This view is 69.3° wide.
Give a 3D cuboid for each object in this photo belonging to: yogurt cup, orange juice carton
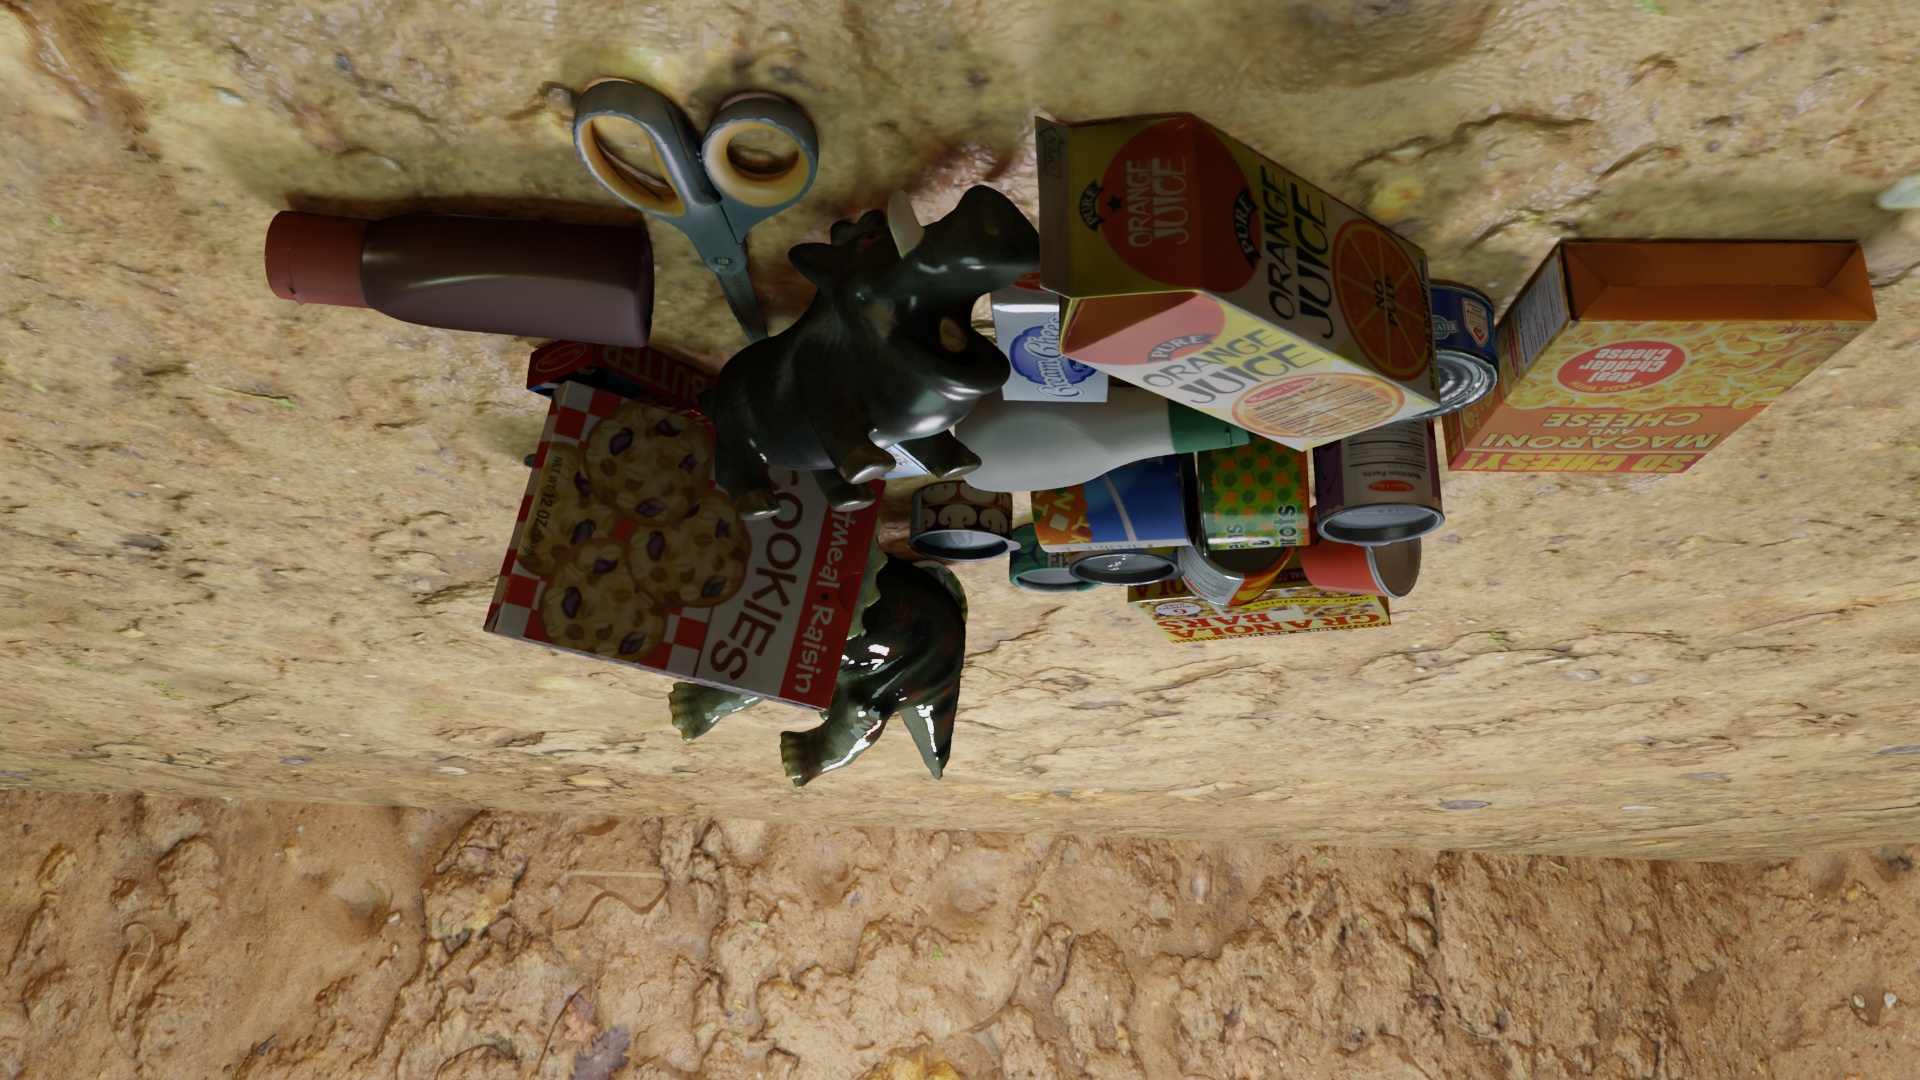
[{"bbox_3d":[0.247,0.003,0.861,0.054,0.072,0.072,-5,162,43],"label":"yogurt cup"},{"bbox_3d":[0.101,-0.099,0.542,0.193,0.072,0.073,15,157,-37],"label":"orange juice carton"}]

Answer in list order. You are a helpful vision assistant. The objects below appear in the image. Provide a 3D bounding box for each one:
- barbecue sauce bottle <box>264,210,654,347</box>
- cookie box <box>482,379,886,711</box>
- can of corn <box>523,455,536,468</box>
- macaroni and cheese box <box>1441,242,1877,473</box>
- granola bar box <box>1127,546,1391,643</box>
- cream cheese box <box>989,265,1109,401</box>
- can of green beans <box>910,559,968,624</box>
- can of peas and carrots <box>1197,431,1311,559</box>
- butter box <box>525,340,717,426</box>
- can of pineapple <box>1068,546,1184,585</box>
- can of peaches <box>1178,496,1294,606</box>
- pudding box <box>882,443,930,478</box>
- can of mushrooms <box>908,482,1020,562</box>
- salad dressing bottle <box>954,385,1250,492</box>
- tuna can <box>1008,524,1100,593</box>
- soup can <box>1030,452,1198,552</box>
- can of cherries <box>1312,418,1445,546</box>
[{"bbox_3d":[-0.205,-0.111,0.576,0.149,0.044,0.064,4,163,-7],"label":"barbecue sauce bottle"},{"bbox_3d":[-0.131,0.006,0.684,0.167,0.123,0.040,17,170,-24],"label":"cookie box"},{"bbox_3d":[-0.232,-0.016,0.844,0.071,0.058,0.071,1,162,0],"label":"can of corn"},{"bbox_3d":[0.309,-0.079,0.640,0.124,0.040,0.166,1,161,1],"label":"macaroni and cheese box"},{"bbox_3d":[0.217,0.036,1.002,0.165,0.039,0.124,-7,160,23],"label":"granola bar box"},{"bbox_3d":[0.043,-0.095,0.637,0.053,0.024,0.103,1,162,6],"label":"cream cheese box"},{"bbox_3d":[-0.037,0.052,1.026,0.071,0.071,0.057,16,156,-37],"label":"can of green beans"},{"bbox_3d":[0.162,-0.026,0.764,0.059,0.071,0.071,-4,161,13],"label":"can of peas and carrots"},{"bbox_3d":[-0.163,-0.076,0.711,0.053,0.024,0.103,-12,158,36],"label":"butter box"},{"bbox_3d":[0.100,-0.008,0.844,0.071,0.058,0.070,1,162,1],"label":"can of pineapple"},{"bbox_3d":[0.170,0.000,0.856,0.071,0.071,0.058,1,161,0],"label":"can of peaches"},{"bbox_3d":[-0.042,-0.067,0.687,0.030,0.050,0.083,-6,161,25],"label":"pudding box"},{"bbox_3d":[0.003,-0.011,0.883,0.071,0.033,0.071,2,161,1],"label":"can of mushrooms"},{"bbox_3d":[0.073,-0.058,0.715,0.147,0.044,0.064,-6,141,14],"label":"salad dressing bottle"},{"bbox_3d":[0.067,0.012,0.950,0.071,0.033,0.071,1,162,1],"label":"tuna can"},{"bbox_3d":[0.086,-0.030,0.772,0.084,0.071,0.071,-3,161,16],"label":"soup can"},{"bbox_3d":[0.225,-0.034,0.755,0.071,0.058,0.071,0,162,0],"label":"can of cherries"}]
